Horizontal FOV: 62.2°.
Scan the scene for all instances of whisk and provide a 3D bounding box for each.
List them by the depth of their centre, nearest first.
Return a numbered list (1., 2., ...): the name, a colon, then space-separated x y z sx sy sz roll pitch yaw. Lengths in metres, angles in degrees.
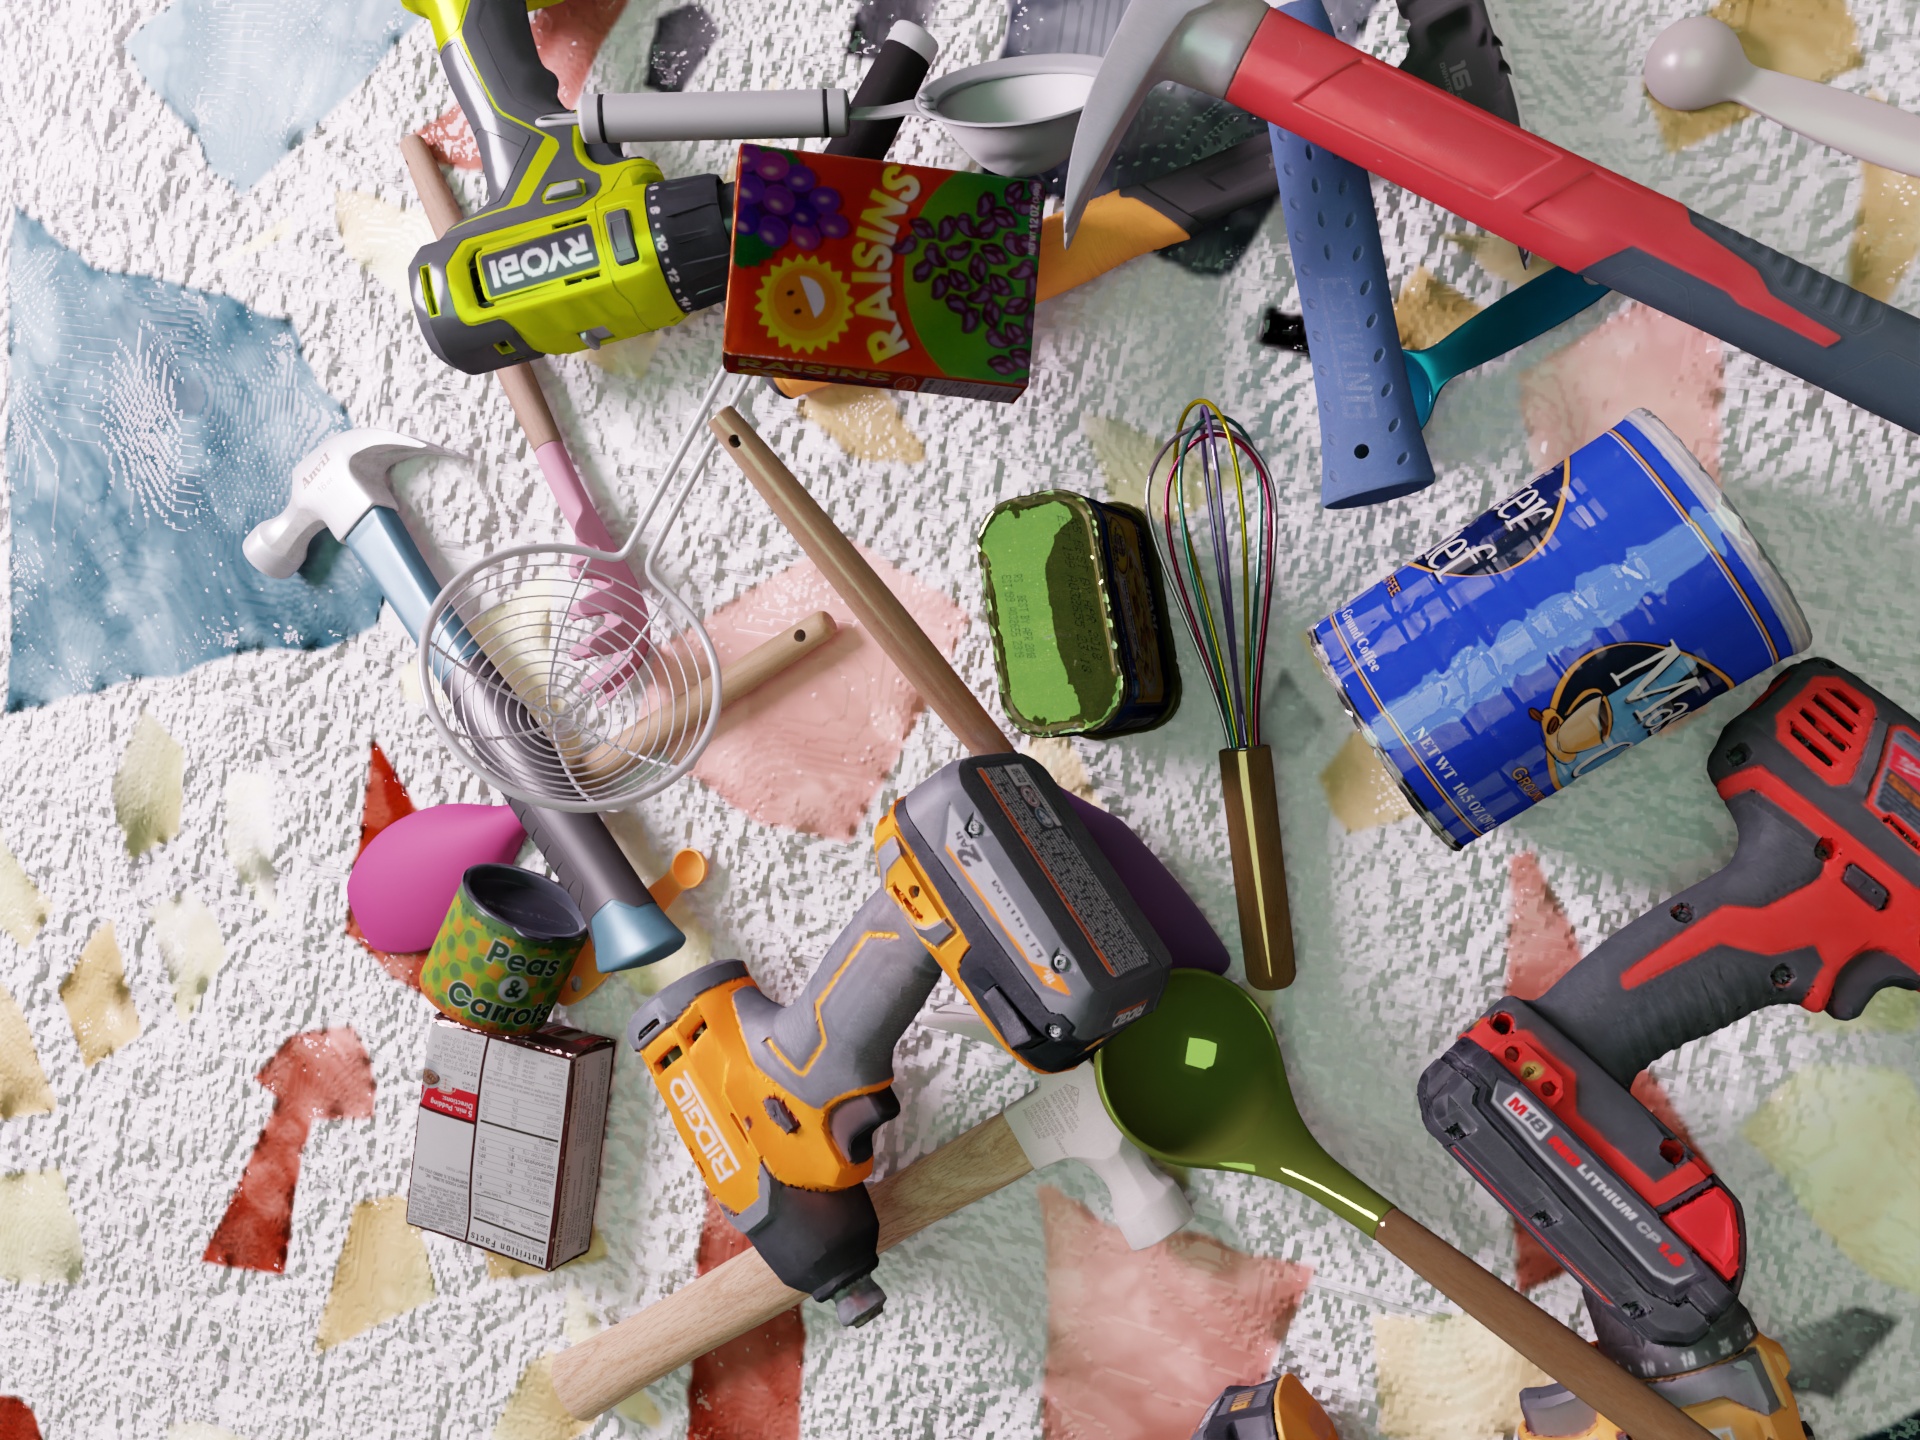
1. whisk: 0.114 -0.011 0.659 0.047 0.051 0.245 -5 93 42

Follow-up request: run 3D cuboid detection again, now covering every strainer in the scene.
1. strainer: -0.043 -0.246 0.648 0.258 0.087 0.050 -2 128 -2

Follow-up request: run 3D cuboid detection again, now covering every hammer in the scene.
1. hammer: 0.227 -0.154 0.556 0.386 0.038 0.143 27 92 4
2. hammer: 0.130 -0.285 0.611 0.144 0.035 0.405 -11 85 21
3. hammer: 0.064 -0.199 0.674 0.337 0.034 0.127 -16 84 21
4. hammer: -0.063 0.240 0.732 0.331 0.031 0.130 -33 80 19
5. hammer: -0.237 -0.012 0.779 0.128 0.033 0.331 -43 71 17

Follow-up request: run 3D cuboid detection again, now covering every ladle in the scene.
1. ladle: 0.173 0.193 0.572 0.078 0.062 0.320 -45 48 -15

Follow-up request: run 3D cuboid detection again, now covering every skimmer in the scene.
1. skimmer: -0.101 -0.134 0.667 0.127 0.090 0.363 28 93 -10

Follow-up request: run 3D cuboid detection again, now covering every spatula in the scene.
1. spatula: -0.001 -0.002 0.664 0.060 0.018 0.316 -36 97 18

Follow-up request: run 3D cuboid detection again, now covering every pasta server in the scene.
1. pasta server: -0.220 -0.155 0.782 0.040 0.060 0.316 -21 78 -23

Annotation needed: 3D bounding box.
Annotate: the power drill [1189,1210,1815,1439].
1. power drill: 0.200 0.274 0.608 0.226 0.084 0.185 -23 79 16

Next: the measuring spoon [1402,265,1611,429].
1. measuring spoon: 0.206 -0.148 0.633 0.128 0.021 0.042 -29 80 10

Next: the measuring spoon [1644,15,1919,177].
1. measuring spoon: 0.313 -0.228 0.585 0.124 0.018 0.034 30 101 17

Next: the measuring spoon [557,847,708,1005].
1. measuring spoon: -0.161 0.103 0.780 0.117 0.011 0.021 -44 69 20

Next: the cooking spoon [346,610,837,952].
1. cooking spoon: -0.189 0.030 0.783 0.319 0.017 0.069 -30 82 19

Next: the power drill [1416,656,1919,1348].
1. power drill: 0.292 0.111 0.544 0.226 0.080 0.188 -44 69 -2

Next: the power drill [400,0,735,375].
1. power drill: -0.171 -0.288 0.734 0.190 0.080 0.228 -14 87 5

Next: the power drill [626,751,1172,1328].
1. power drill: -0.026 0.136 0.650 0.226 0.084 0.164 -42 71 26
